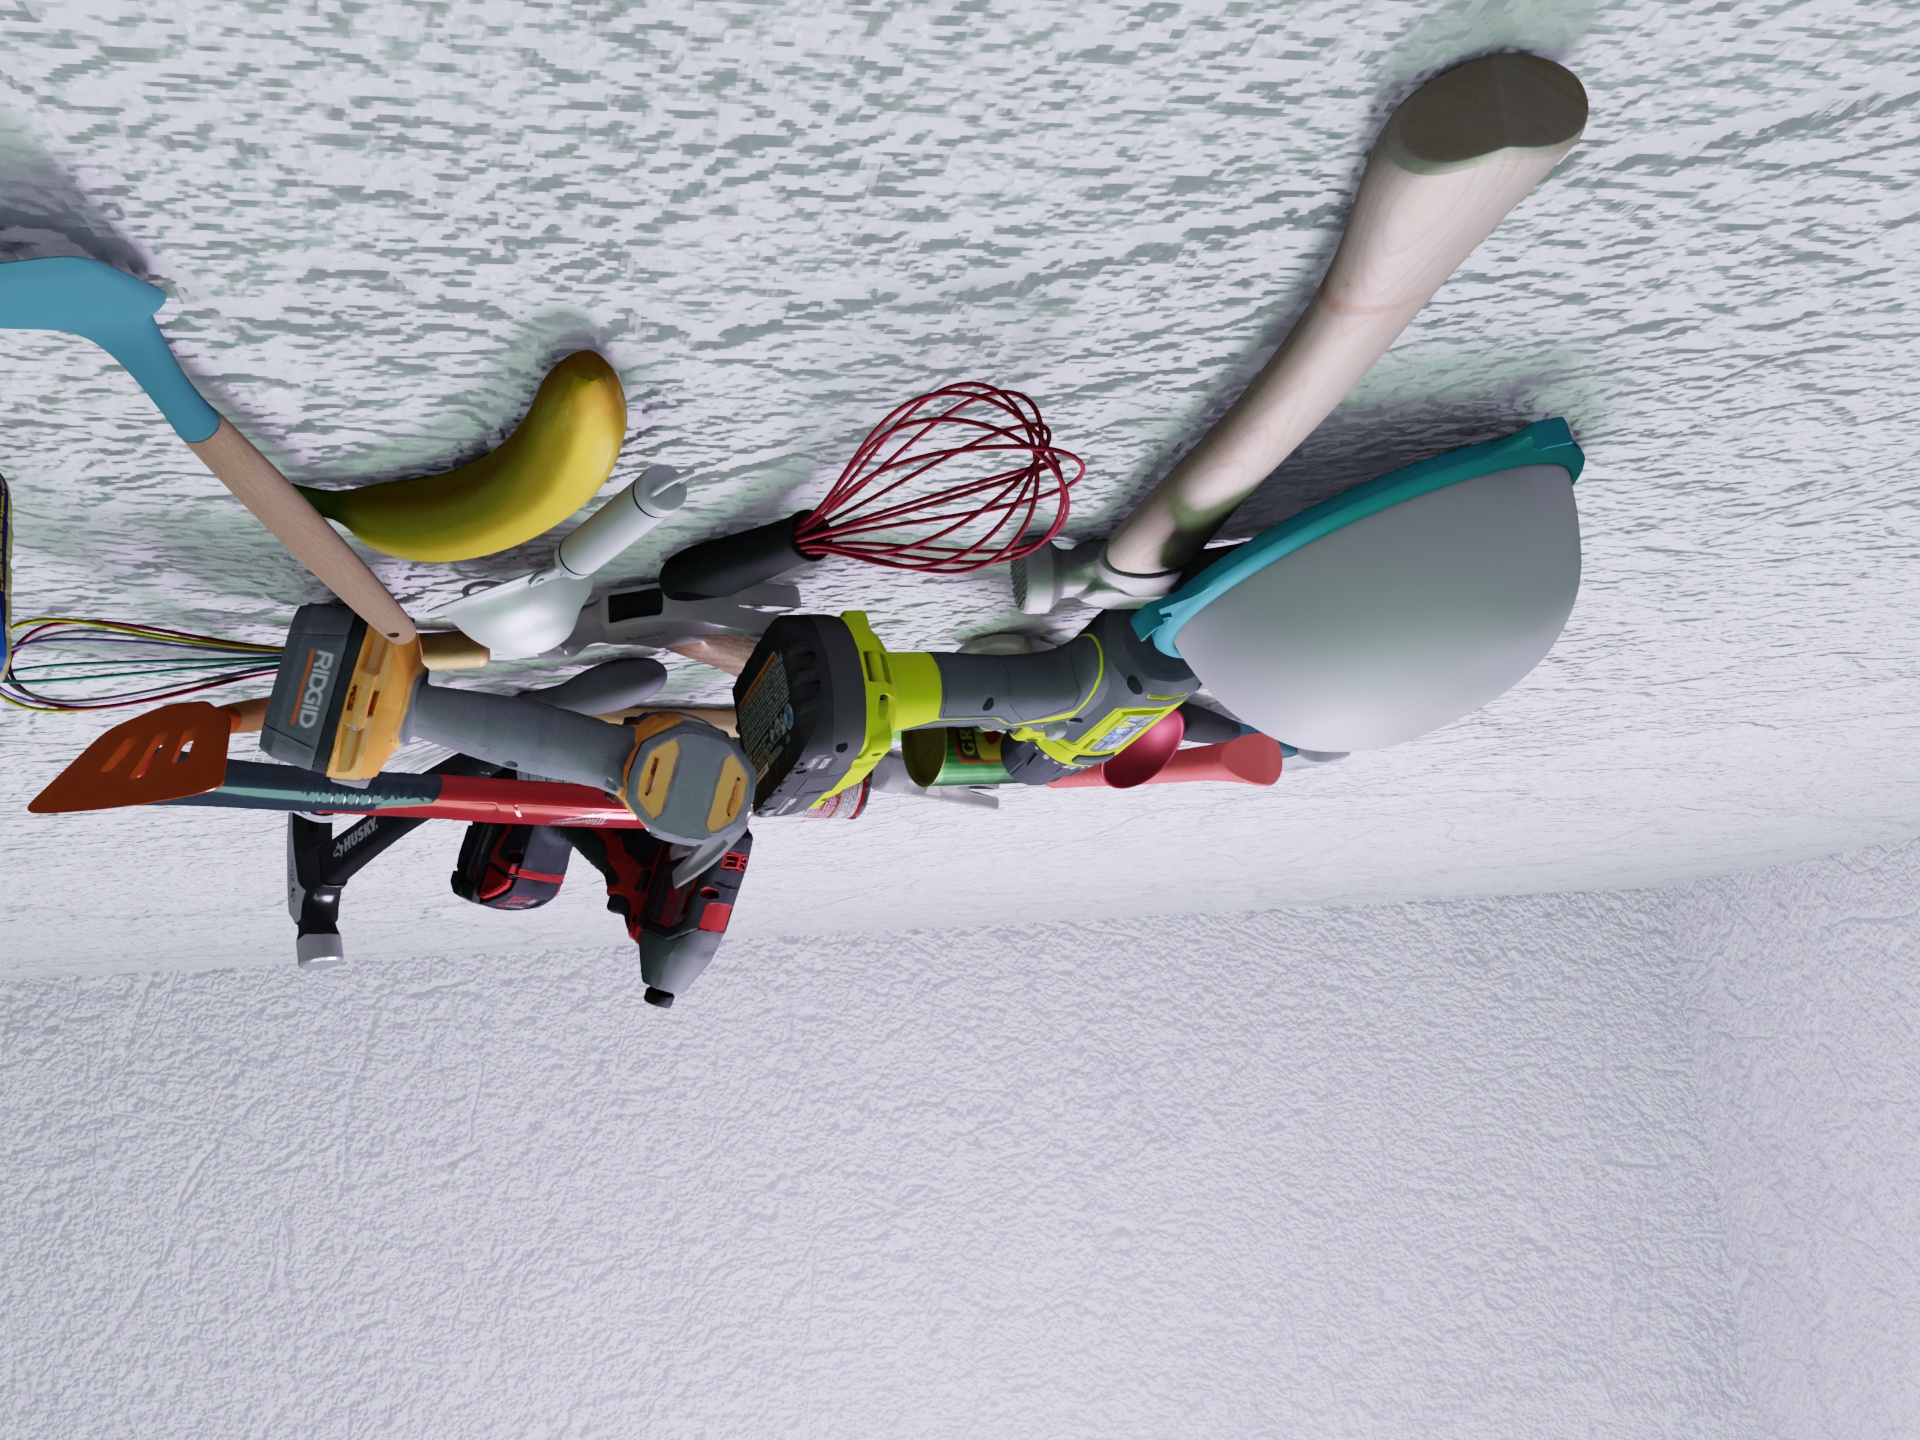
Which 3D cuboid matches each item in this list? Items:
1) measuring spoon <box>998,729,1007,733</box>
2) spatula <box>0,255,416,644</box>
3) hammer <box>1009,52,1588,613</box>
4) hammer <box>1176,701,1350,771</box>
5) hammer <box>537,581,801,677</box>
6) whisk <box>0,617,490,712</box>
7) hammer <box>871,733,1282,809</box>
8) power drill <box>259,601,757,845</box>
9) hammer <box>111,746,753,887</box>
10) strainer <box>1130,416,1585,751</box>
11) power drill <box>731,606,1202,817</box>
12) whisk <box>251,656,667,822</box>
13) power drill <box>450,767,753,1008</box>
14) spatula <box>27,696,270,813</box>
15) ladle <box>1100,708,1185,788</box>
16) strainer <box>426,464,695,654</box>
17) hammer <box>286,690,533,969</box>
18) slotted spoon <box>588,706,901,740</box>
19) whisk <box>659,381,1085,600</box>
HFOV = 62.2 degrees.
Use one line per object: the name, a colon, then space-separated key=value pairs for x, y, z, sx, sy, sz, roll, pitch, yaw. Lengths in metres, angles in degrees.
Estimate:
measuring spoon: x=0.020 y=-0.007 z=1.048 sx=0.124 sy=0.034 sz=0.018 roll=22 pitch=139 yaw=-11
spatula: x=-0.264 y=-0.084 z=0.573 sx=0.082 sy=0.044 sz=0.317 roll=-8 pitch=160 yaw=2
hammer: x=0.129 y=-0.118 z=0.619 sx=0.146 sy=0.038 sz=0.410 roll=-3 pitch=168 yaw=-10
hammer: x=0.196 y=0.008 z=1.223 sx=0.128 sy=0.033 sz=0.330 roll=-12 pitch=165 yaw=35
hammer: x=-0.109 y=-0.029 z=0.955 sx=0.130 sy=0.031 sz=0.331 roll=-8 pitch=168 yaw=19
whisk: x=-0.374 y=-0.034 z=0.833 sx=0.245 sy=0.047 sz=0.051 roll=-4 pitch=180 yaw=-20
hammer: x=0.096 y=0.041 z=1.228 sx=0.149 sy=0.037 sz=0.359 roll=11 pitch=168 yaw=-43
power drill: x=-0.226 y=0.005 z=0.822 sx=0.226 sy=0.084 sz=0.185 roll=16 pitch=180 yaw=-16
hammer: x=-0.317 y=0.054 z=0.973 sx=0.386 sy=0.038 sz=0.143 roll=6 pitch=148 yaw=-32
strainer: x=0.226 y=-0.035 z=0.797 sx=0.211 sy=0.095 sz=0.340 roll=-25 pitch=166 yaw=18
power drill: x=-0.001 y=-0.003 z=0.868 sx=0.228 sy=0.080 sz=0.190 roll=-4 pitch=161 yaw=-24
whisk: x=-0.311 y=0.005 z=0.980 sx=0.284 sy=0.070 sz=0.070 roll=-15 pitch=165 yaw=13
power drill: x=-0.265 y=0.117 z=1.182 sx=0.220 sy=0.143 sz=0.078 roll=16 pitch=177 yaw=27
spatula: x=-0.374 y=0.007 z=0.829 sx=0.081 sy=0.041 sz=0.322 roll=-7 pitch=-176 yaw=-5
ladle: x=0.114 y=-0.027 z=0.971 sx=0.069 sy=0.031 sz=0.315 roll=-33 pitch=161 yaw=-9
strainer: x=-0.168 y=-0.067 z=0.687 sx=0.087 sy=0.050 sz=0.258 roll=-24 pitch=-176 yaw=-33
hammer: x=-0.386 y=0.057 z=1.112 sx=0.035 sy=0.146 sz=0.335 roll=8 pitch=151 yaw=-46
slotted spoon: x=-0.108 y=0.005 z=1.129 sx=0.313 sy=0.031 sz=0.070 roll=3 pitch=166 yaw=-24
whisk: x=-0.055 y=-0.083 z=0.680 sx=0.073 sy=0.073 sz=0.296 roll=5 pitch=171 yaw=-37
